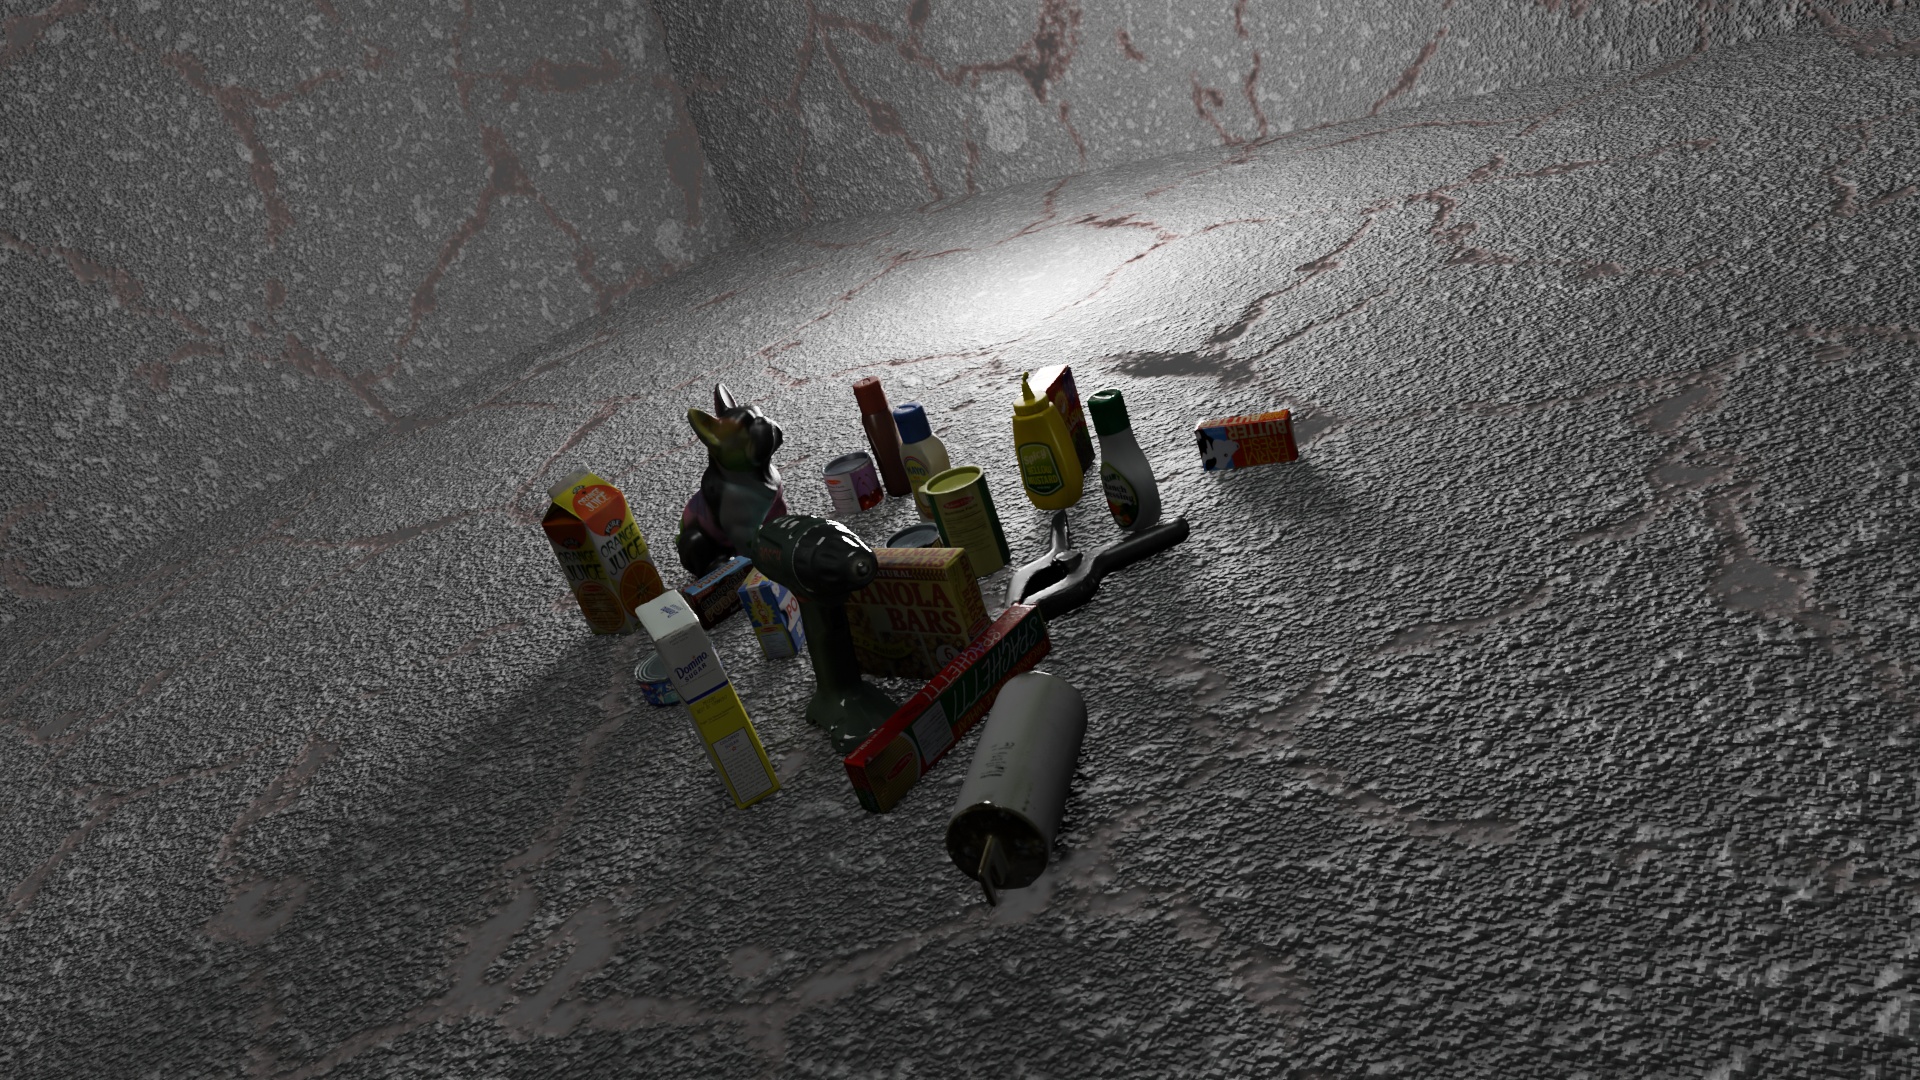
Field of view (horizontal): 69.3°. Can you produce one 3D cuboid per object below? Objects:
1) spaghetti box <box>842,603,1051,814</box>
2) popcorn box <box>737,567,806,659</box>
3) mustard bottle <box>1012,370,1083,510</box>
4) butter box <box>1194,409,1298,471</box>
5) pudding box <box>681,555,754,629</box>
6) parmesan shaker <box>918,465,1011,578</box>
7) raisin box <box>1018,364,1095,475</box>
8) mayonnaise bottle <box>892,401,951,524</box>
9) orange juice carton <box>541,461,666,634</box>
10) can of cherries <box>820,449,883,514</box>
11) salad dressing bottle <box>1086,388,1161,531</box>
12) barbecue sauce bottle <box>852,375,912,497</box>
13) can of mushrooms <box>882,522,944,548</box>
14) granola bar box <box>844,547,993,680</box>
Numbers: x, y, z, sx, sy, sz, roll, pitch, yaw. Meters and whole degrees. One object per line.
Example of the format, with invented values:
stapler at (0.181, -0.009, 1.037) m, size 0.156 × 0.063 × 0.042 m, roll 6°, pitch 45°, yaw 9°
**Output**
spaghetti box at (-0.005, 0.137, 1.185) m, size 0.028 × 0.050 × 0.251 m, roll 2°, pitch 30°, yaw 41°
popcorn box at (-0.184, 0.056, 1.463) m, size 0.038 × 0.085 × 0.127 m, roll -12°, pitch 24°, yaw 18°
mustard bottle at (0.089, -0.112, 1.536) m, size 0.065 × 0.159 × 0.049 m, roll -5°, pitch 26°, yaw 31°
butter box at (0.308, -0.107, 1.493) m, size 0.103 × 0.053 × 0.024 m, roll -6°, pitch 26°, yaw 28°
pudding box at (-0.268, 0.058, 1.569) m, size 0.084 × 0.049 × 0.030 m, roll -33°, pitch 26°, yaw -31°
parmesan shaker at (0.005, -0.018, 1.462) m, size 0.071 × 0.102 × 0.071 m, roll -16°, pitch 23°, yaw 7°
raisin box at (0.113, -0.131, 1.608) m, size 0.040 × 0.123 × 0.086 m, roll -7°, pitch 25°, yaw 28°
mayonnaise bottle at (-0.038, -0.085, 1.590) m, size 0.065 × 0.147 × 0.041 m, roll 7°, pitch 34°, yaw 47°
orange juice carton at (-0.418, 0.010, 1.611) m, size 0.073 × 0.192 × 0.072 m, roll -4°, pitch 27°, yaw 32°
can of cherries at (-0.134, -0.074, 1.754) m, size 0.071 × 0.058 × 0.072 m, roll -16°, pitch 23°, yaw 7°
salad dressing bottle at (0.166, -0.083, 1.427) m, size 0.044 × 0.147 × 0.064 m, roll -30°, pitch 25°, yaw -26°
barbecue sauce bottle at (-0.095, -0.131, 1.738) m, size 0.044 × 0.148 × 0.065 m, roll -19°, pitch 22°, yaw 0°
can of mushrooms at (-0.048, 0.010, 1.528) m, size 0.071 × 0.033 × 0.071 m, roll -16°, pitch 23°, yaw 7°
granola bar box at (-0.049, 0.067, 1.283) m, size 0.165 × 0.123 × 0.039 m, roll 0°, pitch 29°, yaw 39°
